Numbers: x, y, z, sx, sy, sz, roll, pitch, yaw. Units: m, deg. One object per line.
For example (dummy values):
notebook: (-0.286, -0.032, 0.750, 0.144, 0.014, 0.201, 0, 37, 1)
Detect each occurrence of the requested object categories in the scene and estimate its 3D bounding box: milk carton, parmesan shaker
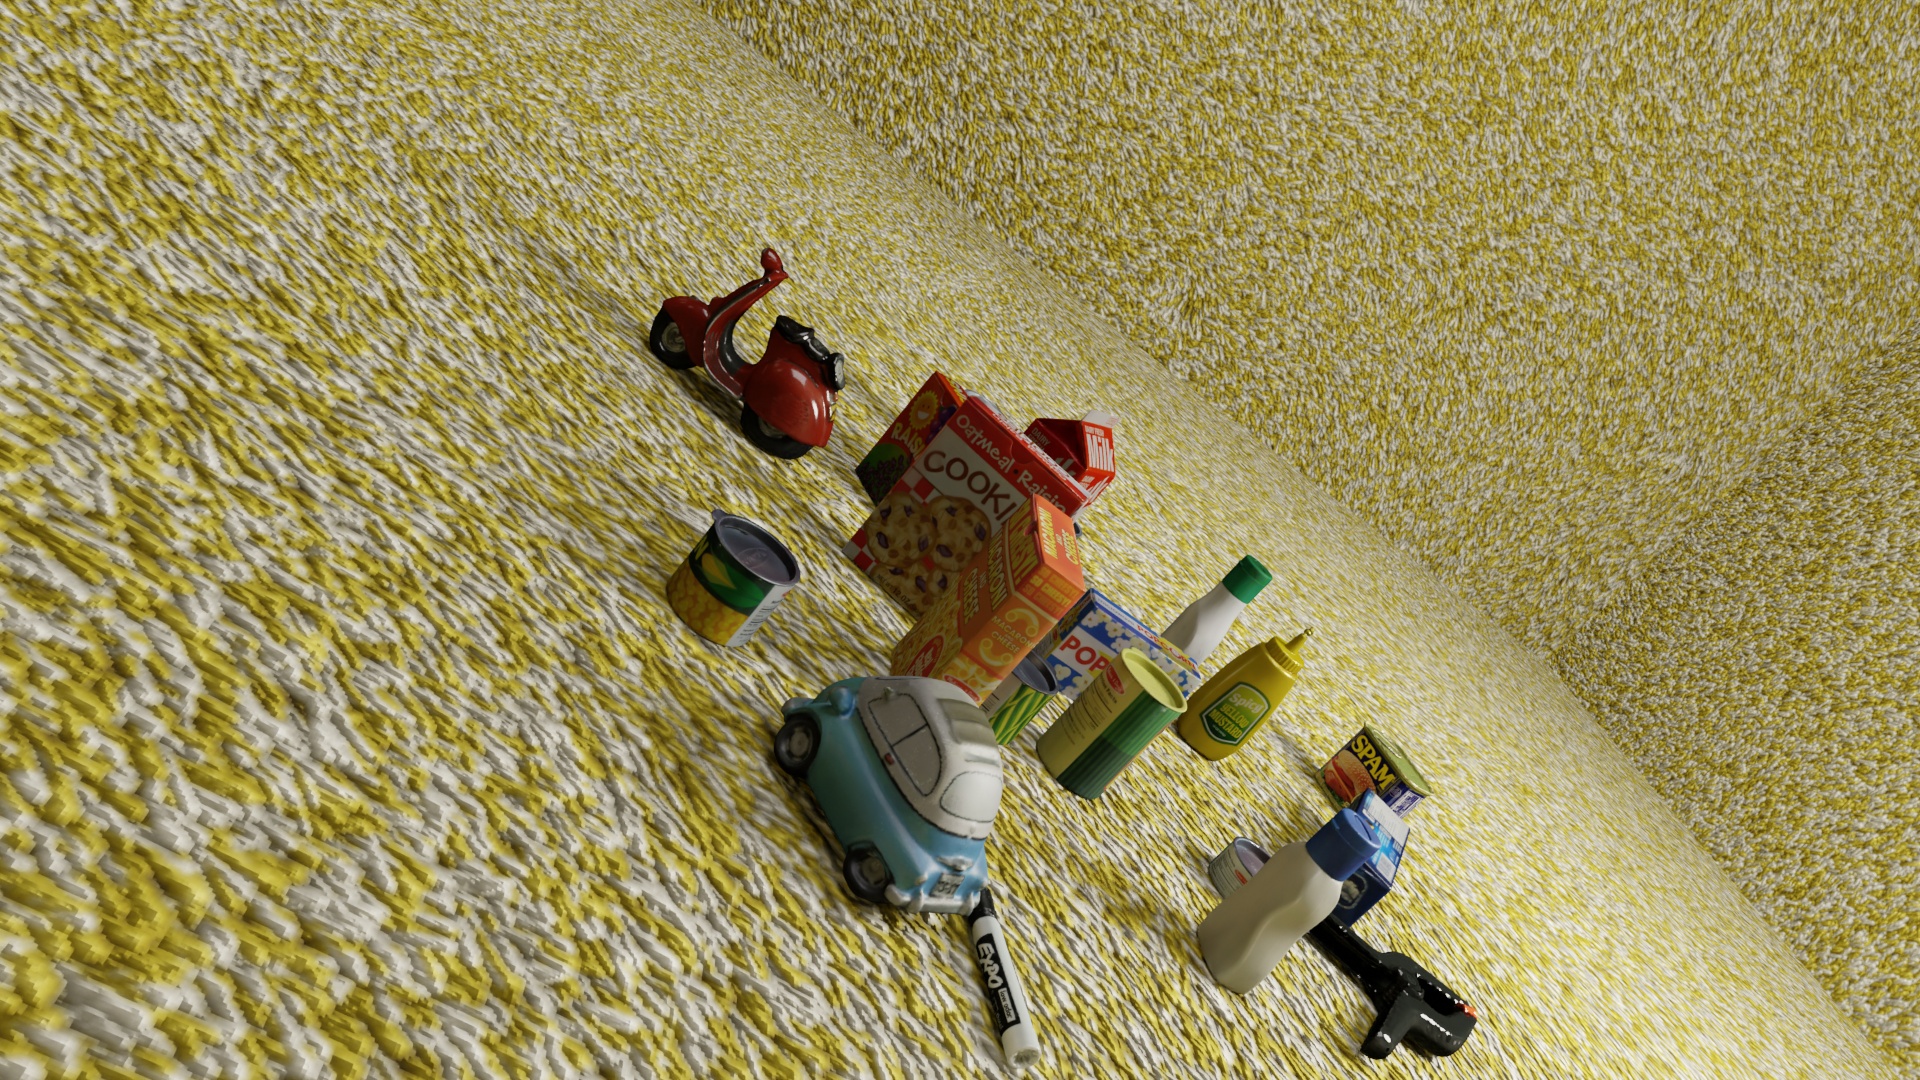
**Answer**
milk carton: (0.073, -0.047, 1.282, 0.073, 0.190, 0.072, 48, 19, 21)
parmesan shaker: (0.115, 0.141, 1.074, 0.071, 0.102, 0.071, 36, 18, -14)

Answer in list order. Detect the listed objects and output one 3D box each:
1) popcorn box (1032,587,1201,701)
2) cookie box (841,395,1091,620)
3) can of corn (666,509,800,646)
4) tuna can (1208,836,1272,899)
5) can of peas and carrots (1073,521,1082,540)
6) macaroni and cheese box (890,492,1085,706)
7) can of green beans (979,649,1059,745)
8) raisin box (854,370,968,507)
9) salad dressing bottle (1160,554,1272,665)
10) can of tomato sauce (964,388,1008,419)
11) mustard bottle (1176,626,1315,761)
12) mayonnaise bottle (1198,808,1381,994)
popcorn box: (0.135, 0.110, 1.213, 0.126, 0.085, 0.038, 35, 19, -17)
cookie box: (0.004, -0.014, 1.107, 0.123, 0.167, 0.040, 42, 18, 5)
can of corn: (-0.148, 0.024, 0.892, 0.071, 0.058, 0.071, 36, 19, -14)
tuna can: (0.235, 0.274, 1.116, 0.071, 0.032, 0.071, 36, 19, -14)
can of peas and carrots: (0.080, -0.008, 1.416, 0.071, 0.058, 0.071, 36, 19, -14)
macaroni and cheese box: (0.014, 0.057, 0.965, 0.040, 0.166, 0.124, 36, 18, -15)
can of green beans: (0.031, 0.111, 1.047, 0.071, 0.057, 0.071, 36, 19, -14)
raisin box: (-0.033, -0.079, 1.254, 0.040, 0.123, 0.086, 24, 24, -42)
salad dressing bottle: (0.258, 0.079, 1.427, 0.044, 0.147, 0.064, 35, 19, -17)
can of tomato sauce: (0.006, -0.105, 1.455, 0.071, 0.083, 0.071, 36, 19, -14)
mustard bottle: (0.274, 0.137, 1.307, 0.065, 0.159, 0.049, 39, 18, -7)
mayonnaise bottle: (0.232, 0.251, 0.979, 0.041, 0.147, 0.065, 34, 19, -20)
